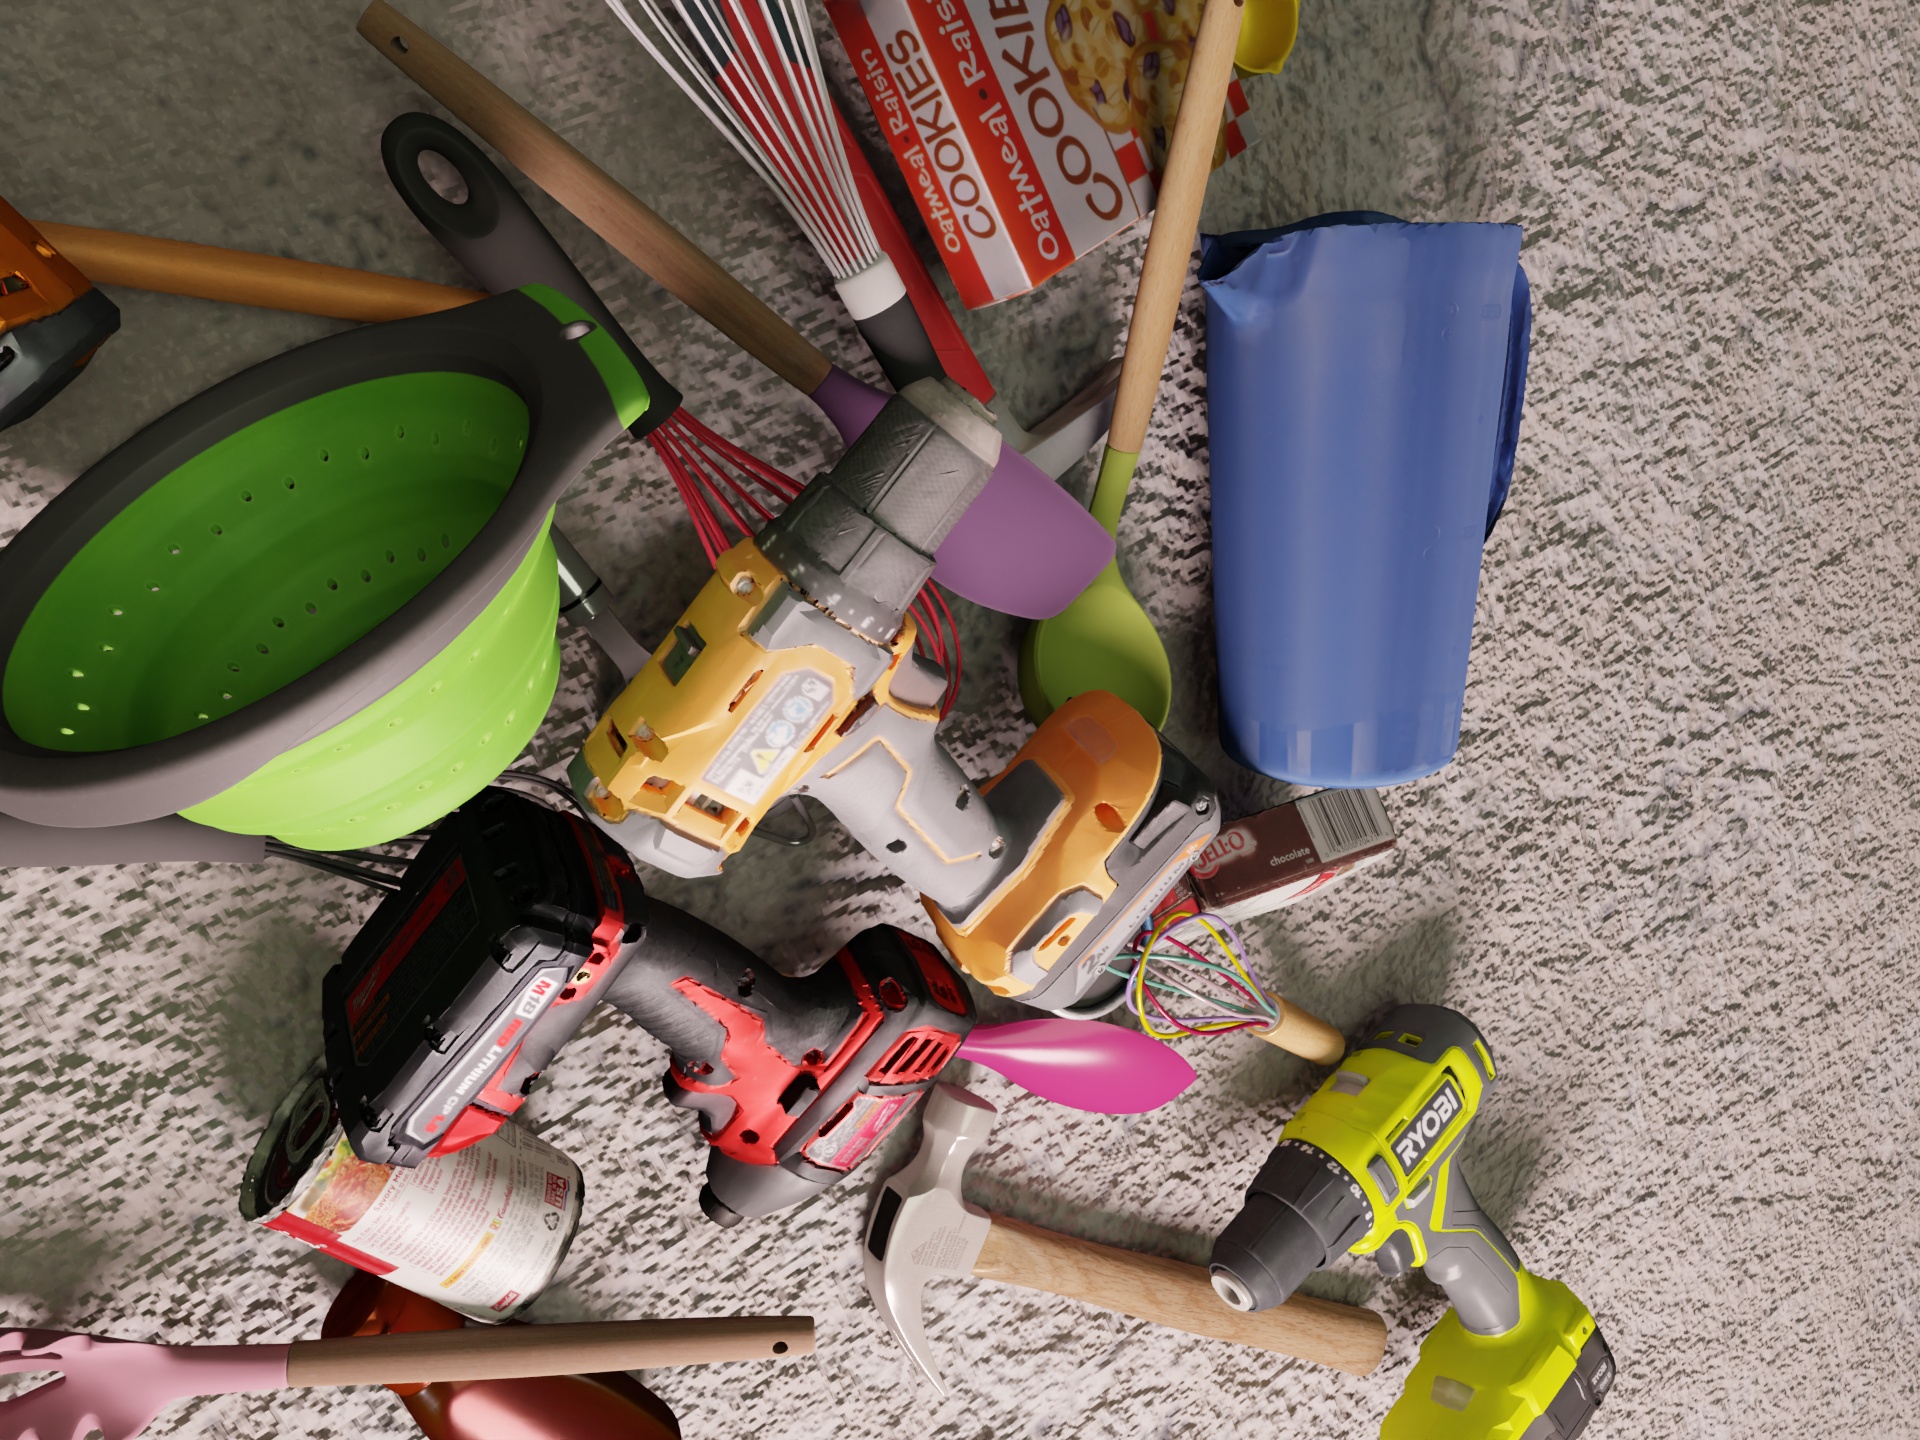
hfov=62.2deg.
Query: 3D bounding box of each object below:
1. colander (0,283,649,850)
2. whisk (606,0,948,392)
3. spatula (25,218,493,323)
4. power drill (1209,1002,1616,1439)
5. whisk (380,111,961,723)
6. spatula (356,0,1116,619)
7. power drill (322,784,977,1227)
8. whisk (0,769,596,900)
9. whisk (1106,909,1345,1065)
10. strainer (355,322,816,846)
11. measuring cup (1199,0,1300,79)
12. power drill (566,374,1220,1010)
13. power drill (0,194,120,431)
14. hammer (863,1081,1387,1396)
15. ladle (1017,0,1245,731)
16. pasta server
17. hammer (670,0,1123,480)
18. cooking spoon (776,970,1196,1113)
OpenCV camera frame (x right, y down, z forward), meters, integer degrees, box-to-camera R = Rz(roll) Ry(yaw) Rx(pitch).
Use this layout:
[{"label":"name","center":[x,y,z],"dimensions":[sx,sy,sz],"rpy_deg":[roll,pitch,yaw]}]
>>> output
[{"label":"colander","center":[-0.260,0.015,0.476],"dimensions":[0.397,0.205,0.094],"rpy_deg":[-33,134,-10]},{"label":"whisk","center":[-0.047,-0.184,0.565],"dimensions":[0.070,0.070,0.284],"rpy_deg":[-40,121,-17]},{"label":"spatula","center":[-0.279,-0.149,0.507],"dimensions":[0.322,0.041,0.081],"rpy_deg":[1,100,-33]},{"label":"power drill","center":[0.231,0.287,0.815],"dimensions":[0.190,0.080,0.228],"rpy_deg":[-38,107,-29]},{"label":"whisk","center":[-0.098,-0.098,0.586],"dimensions":[0.073,0.073,0.295],"rpy_deg":[-48,117,-13]},{"label":"spatula","center":[-0.071,-0.135,0.561],"dimensions":[0.315,0.018,0.059],"rpy_deg":[37,111,-23]},{"label":"power drill","center":[-0.109,0.120,0.585],"dimensions":[0.219,0.079,0.143],"rpy_deg":[28,108,-41]},{"label":"whisk","center":[-0.243,0.041,0.550],"dimensions":[0.238,0.055,0.055],"rpy_deg":[4,97,-25]},{"label":"whisk","center":[0.129,0.134,0.728],"dimensions":[0.244,0.051,0.047],"rpy_deg":[33,44,-54]},{"label":"strainer","center":[-0.134,-0.035,0.586],"dimensions":[0.087,0.050,0.258],"rpy_deg":[-30,113,15]},{"label":"measuring cup","center":[0.149,-0.334,0.710],"dimensions":[0.156,0.029,0.062],"rpy_deg":[-42,116,-29]},{"label":"power drill","center":[-0.001,-0.002,0.576],"dimensions":[0.226,0.084,0.185],"rpy_deg":[31,101,-39]},{"label":"power drill","center":[-0.367,-0.093,0.413],"dimensions":[0.226,0.084,0.164],"rpy_deg":[-42,117,-3]},{"label":"hammer","center":[0.093,0.283,0.786],"dimensions":[0.331,0.031,0.130],"rpy_deg":[26,86,-30]},{"label":"ladle","center":[0.080,-0.131,0.637],"dimensions":[0.078,0.062,0.320],"rpy_deg":[-12,124,-38]},{"label":"pasta server","center":[-0.209,0.231,0.560],"dimensions":[0.316,0.040,0.060],"rpy_deg":[0,109,-10]},{"label":"hammer","center":[-0.061,-0.250,0.597],"dimensions":[0.143,0.038,0.386],"rpy_deg":[-41,116,-18]},{"label":"cooking spoon","center":[-0.031,0.130,0.684],"dimensions":[0.318,0.017,0.068],"rpy_deg":[20,132,-26]}]
